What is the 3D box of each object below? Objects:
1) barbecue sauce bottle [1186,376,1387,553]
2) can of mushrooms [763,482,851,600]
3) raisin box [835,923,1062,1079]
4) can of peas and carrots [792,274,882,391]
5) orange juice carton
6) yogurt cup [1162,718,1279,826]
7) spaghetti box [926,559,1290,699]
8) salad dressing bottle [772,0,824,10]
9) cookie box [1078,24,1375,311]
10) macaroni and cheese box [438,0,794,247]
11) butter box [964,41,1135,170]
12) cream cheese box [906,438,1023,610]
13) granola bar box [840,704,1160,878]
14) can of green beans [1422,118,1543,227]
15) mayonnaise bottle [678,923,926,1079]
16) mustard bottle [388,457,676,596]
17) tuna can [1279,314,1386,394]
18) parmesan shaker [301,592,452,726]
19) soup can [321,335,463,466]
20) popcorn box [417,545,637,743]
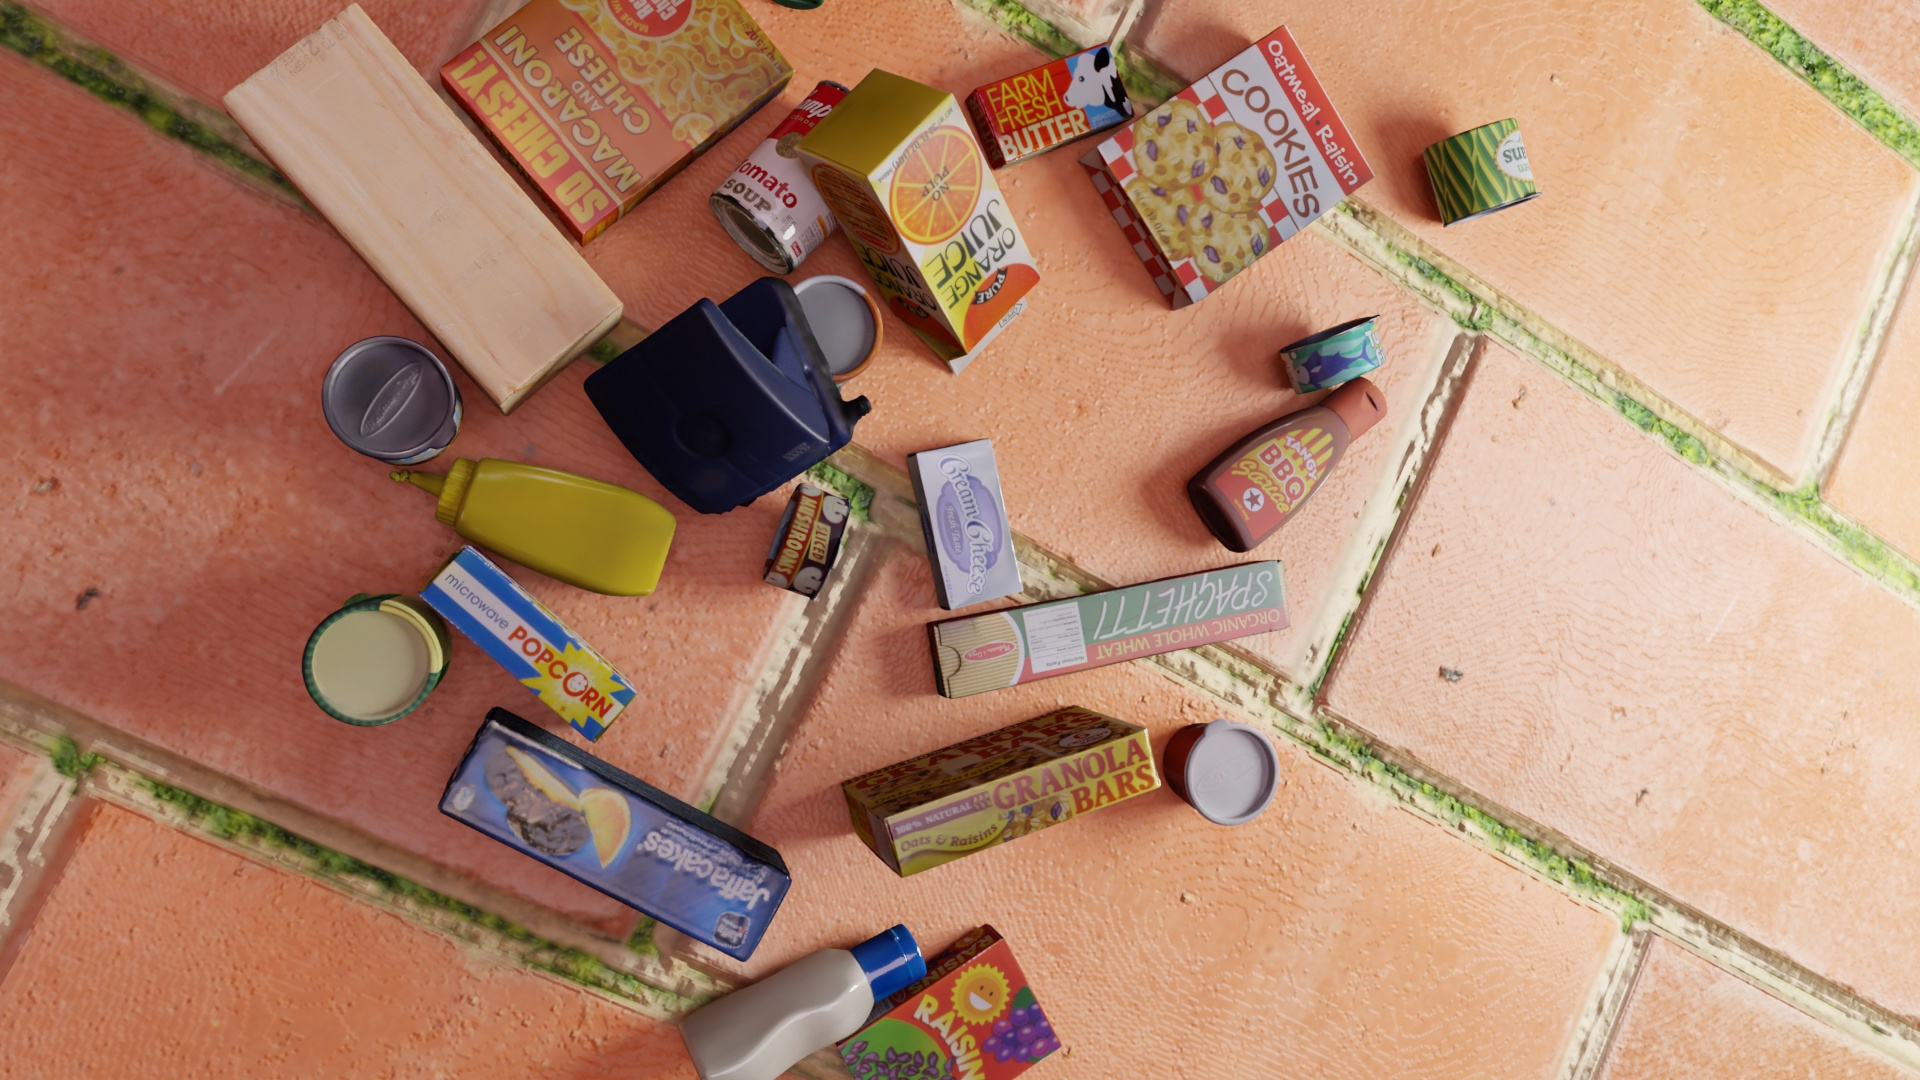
[{"bbox_3d":[0.228,-0.058,0.954,0.149,0.043,0.065,-37,98,-14],"label":"barbecue sauce bottle"},{"bbox_3d":[-0.093,0.000,0.845,0.033,0.071,0.071,22,84,-13],"label":"can of mushrooms"},{"bbox_3d":[-0.009,0.315,0.881,0.124,0.040,0.086,-30,97,-13],"label":"raisin box"},{"bbox_3d":[-0.085,-0.124,0.856,0.071,0.058,0.071,0,89,-16],"label":"can of peas and carrots"},{"bbox_3d":[-0.015,-0.183,0.844,0.072,0.073,0.192,-48,140,-11],"label":"orange juice carton"},{"bbox_3d":[0.171,0.152,0.928,0.072,0.054,0.072,0,89,-16],"label":"yogurt cup"},{"bbox_3d":[0.102,0.057,0.923,0.251,0.028,0.050,-10,92,-16],"label":"spaghetti box"},{"bbox_3d":[-0.094,-0.409,0.865,0.064,0.044,0.147,7,87,-17],"label":"salad dressing bottle"},{"bbox_3d":[0.183,-0.254,0.947,0.168,0.040,0.123,-36,99,-13],"label":"cookie box"},{"bbox_3d":[-0.203,-0.276,0.833,0.167,0.040,0.123,-43,100,-13],"label":"macaroni and cheese box"},{"bbox_3d":[0.060,-0.287,0.918,0.104,0.024,0.053,-24,97,-15],"label":"butter box"},{"bbox_3d":[0.003,-0.011,0.898,0.053,0.024,0.103,-14,93,-17],"label":"cream cheese box"},{"bbox_3d":[0.021,0.149,0.848,0.166,0.124,0.039,-16,95,-16],"label":"granola bar box"},{"bbox_3d":[0.369,-0.261,0.987,0.071,0.071,0.057,-18,94,-16],"label":"can of green beans"},{"bbox_3d":[-0.093,0.284,0.846,0.148,0.065,0.041,-23,117,-19],"label":"mayonnaise bottle"},{"bbox_3d":[-0.250,-0.016,0.811,0.160,0.049,0.065,20,82,-14],"label":"mustard bottle"},{"bbox_3d":[0.258,-0.127,0.950,0.071,0.071,0.032,-24,98,-15],"label":"tuna can"},{"bbox_3d":[-0.319,0.062,0.761,0.071,0.103,0.071,0,90,-16],"label":"parmesan shaker"},{"bbox_3d":[-0.312,-0.074,0.775,0.071,0.083,0.071,0,90,-16],"label":"soup can"},{"bbox_3d":[-0.245,0.057,0.792,0.126,0.085,0.038,44,78,-11],"label":"popcorn box"}]
